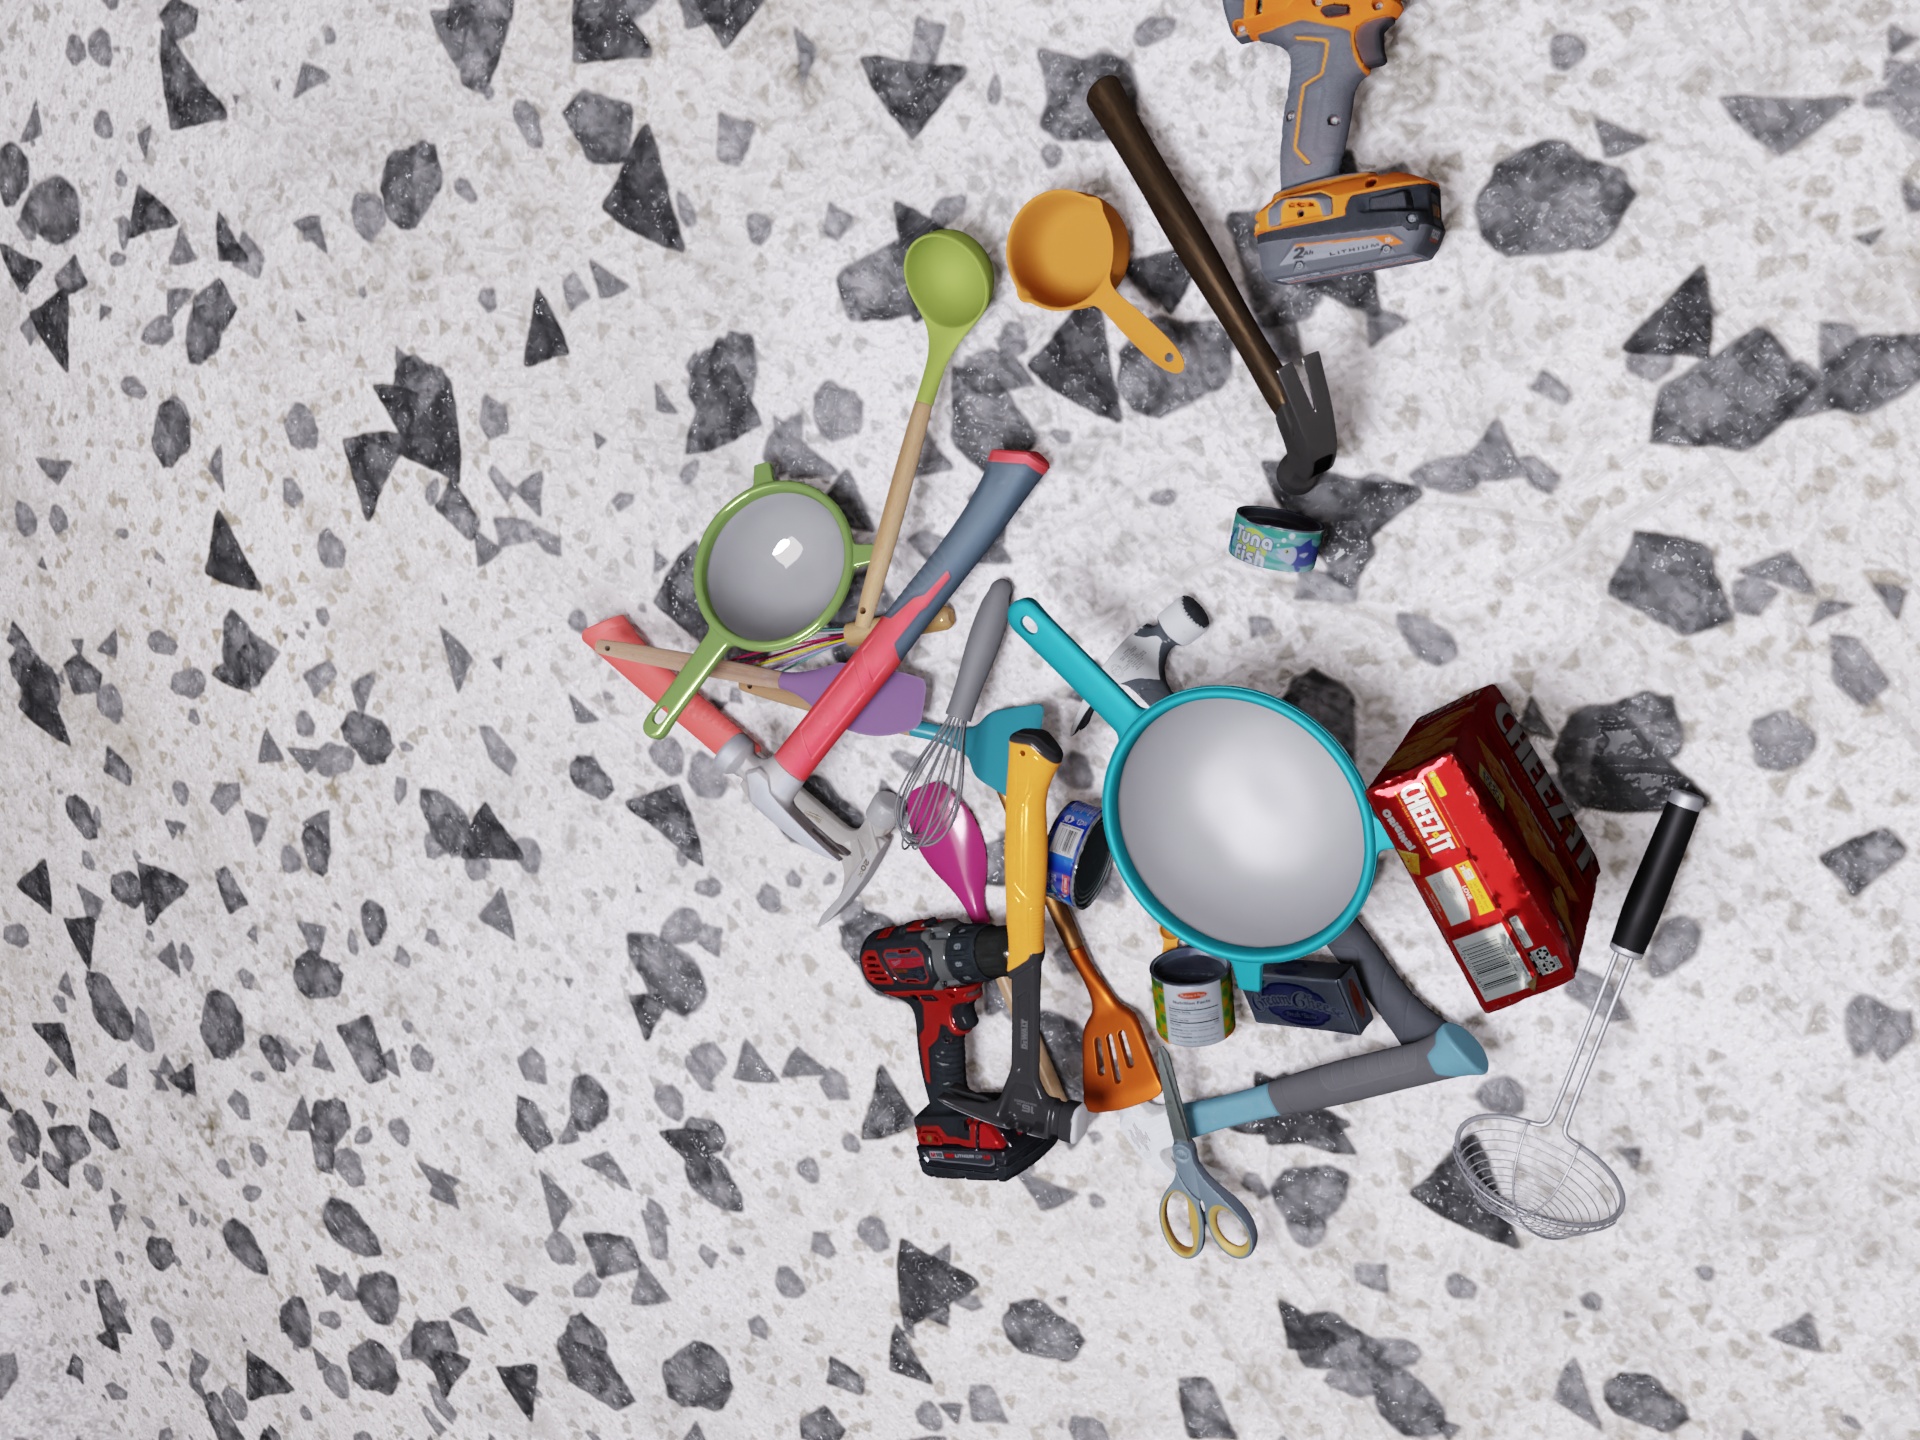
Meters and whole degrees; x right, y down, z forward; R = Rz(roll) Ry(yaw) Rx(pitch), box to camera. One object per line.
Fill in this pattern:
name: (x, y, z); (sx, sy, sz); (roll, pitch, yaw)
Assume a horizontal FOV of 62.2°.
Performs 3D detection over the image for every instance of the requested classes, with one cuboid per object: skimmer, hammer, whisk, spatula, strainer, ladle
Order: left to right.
hammer: (-0.217, 0.029, 1.479); (0.359, 0.037, 0.149); (39, 118, 13)
strainer: (-0.181, -0.084, 1.375); (0.152, 0.069, 0.256); (39, 94, 23)
spatula: (-0.180, -0.037, 1.396); (0.316, 0.018, 0.060); (11, 95, 17)
whisk: (-0.117, -0.069, 1.395); (0.245, 0.047, 0.051); (-8, 99, 26)
spatula: (-0.068, -0.003, 1.386); (0.318, 0.044, 0.082); (13, 89, 26)
hammer: (-0.044, -0.059, 1.321); (0.143, 0.038, 0.386); (42, 108, 6)
ladle: (-0.042, -0.228, 1.264); (0.078, 0.062, 0.320); (20, 98, 26)
whisk: (-0.003, -0.005, 1.311); (0.055, 0.055, 0.239); (18, 88, 23)
hammer: (0.046, 0.171, 1.277); (0.127, 0.034, 0.336); (8, 105, 28)
spatula: (0.084, 0.174, 1.353); (0.081, 0.041, 0.322); (-24, 90, 34)
strainer: (0.175, 0.021, 1.193); (0.340, 0.095, 0.211); (46, 125, 14)
hammer: (0.179, -0.322, 1.142); (0.031, 0.130, 0.331); (-27, 81, -3)
hammer: (0.246, 0.104, 1.253); (0.149, 0.036, 0.409); (-40, 84, 32)
hammer: (0.265, 0.300, 1.278); (0.331, 0.033, 0.128); (-27, 92, 38)
skimmer: (0.469, 0.219, 1.169); (0.127, 0.090, 0.363); (22, 103, 25)

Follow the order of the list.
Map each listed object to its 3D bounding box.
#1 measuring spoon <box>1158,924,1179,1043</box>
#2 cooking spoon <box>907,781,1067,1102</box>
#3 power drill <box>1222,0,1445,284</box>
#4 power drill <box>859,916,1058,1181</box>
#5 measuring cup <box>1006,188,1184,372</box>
measuring spoon: (0.177, 0.219, 1.337); (0.021, 0.011, 0.117); (3, 109, 16)
cooking spoon: (0.029, 0.204, 1.405); (0.069, 0.017, 0.319); (-22, 92, 33)
power drill: (0.268, -0.422, 1.071); (0.164, 0.084, 0.226); (-3, 98, 28)
power drill: (0.015, 0.280, 1.387); (0.188, 0.080, 0.226); (-11, 97, 40)
measuring cup: (0.113, -0.325, 1.197); (0.174, 0.052, 0.095); (46, 120, 7)
